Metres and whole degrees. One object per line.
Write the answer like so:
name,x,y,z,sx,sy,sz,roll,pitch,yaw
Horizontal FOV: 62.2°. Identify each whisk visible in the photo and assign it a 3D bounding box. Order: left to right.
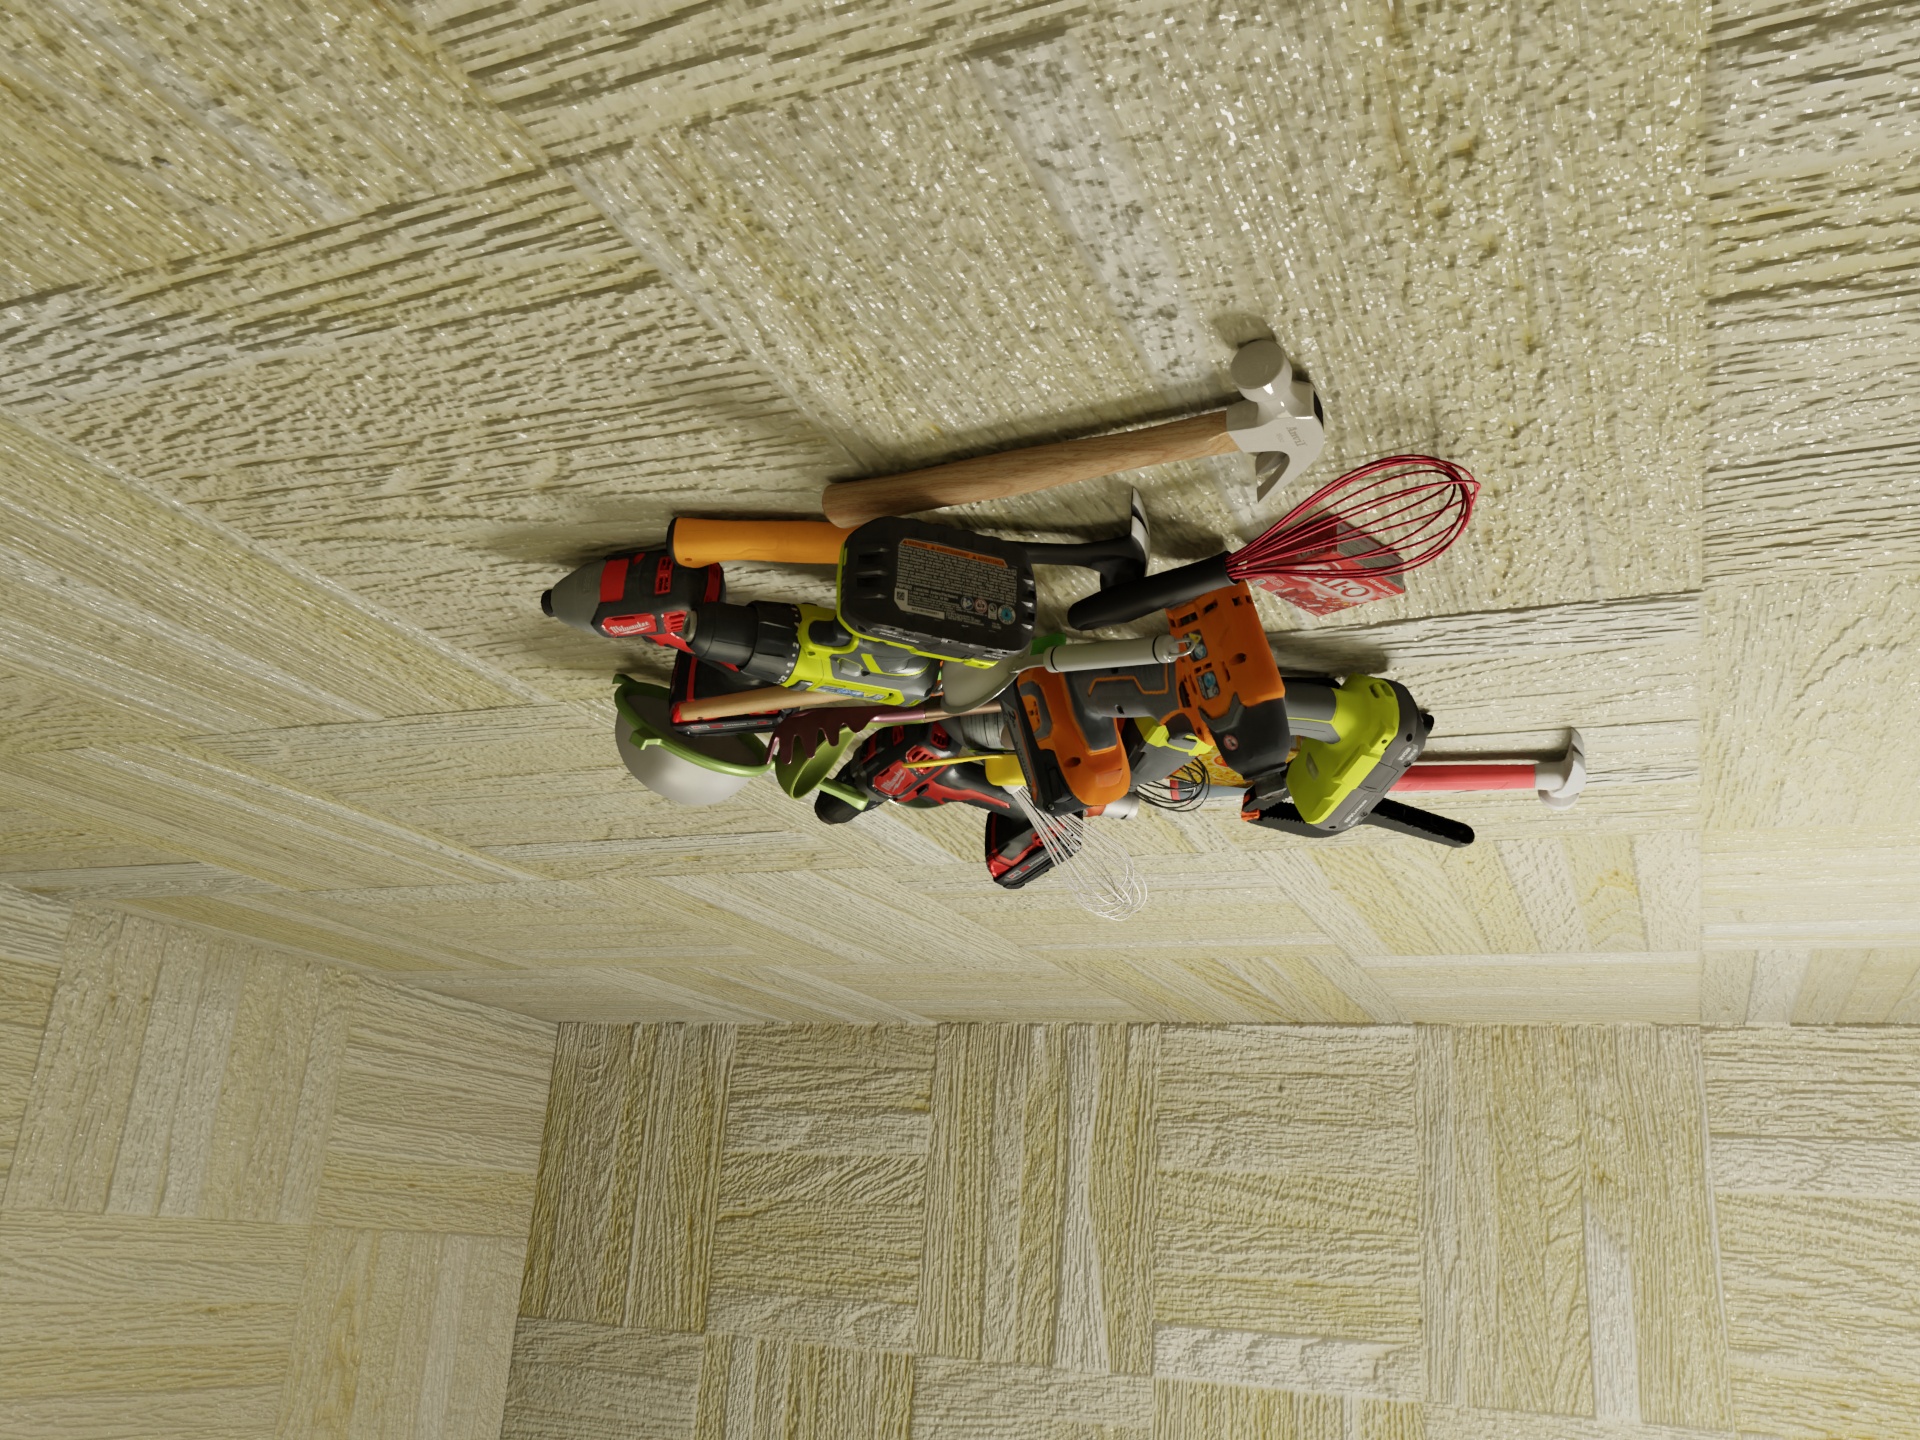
whisk,0.070,0.076,1.453,0.284,0.070,0.070,48,146,-13
whisk,0.113,0.028,1.399,0.239,0.055,0.055,19,172,34
whisk,0.193,-0.104,1.029,0.296,0.073,0.073,-17,153,35

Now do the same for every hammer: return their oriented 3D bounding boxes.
hammer,-0.038,-0.122,1.100,0.337,0.034,0.127,2,162,5
hammer,0.061,-0.157,0.983,0.331,0.031,0.130,-7,158,29
hammer,0.392,0.051,1.525,0.386,0.038,0.143,-2,159,16

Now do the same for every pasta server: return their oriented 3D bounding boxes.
pasta server,-0.002,-0.004,1.281,0.316,0.040,0.060,-7,-176,-7

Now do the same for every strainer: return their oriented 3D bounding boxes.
strainer,-0.204,0.050,1.427,0.256,0.069,0.152,24,-167,-26
strainer,0.062,-0.046,1.146,0.258,0.087,0.050,-4,135,43

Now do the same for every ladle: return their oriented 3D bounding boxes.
ladle,-0.003,0.000,1.326,0.320,0.062,0.078,-14,171,8

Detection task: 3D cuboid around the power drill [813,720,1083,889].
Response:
power drill,-0.013,0.081,1.540,0.226,0.080,0.188,29,135,-28

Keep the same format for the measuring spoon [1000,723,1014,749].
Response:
measuring spoon,0.085,-0.016,1.330,0.034,0.124,0.018,39,158,58

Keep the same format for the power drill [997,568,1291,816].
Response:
power drill,0.141,0.000,1.166,0.084,0.164,0.226,-12,171,-43

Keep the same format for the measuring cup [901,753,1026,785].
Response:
measuring cup,0.012,0.045,1.362,0.156,0.029,0.062,-3,-179,-40

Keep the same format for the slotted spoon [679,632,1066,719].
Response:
slotted spoon,-0.064,-0.029,1.258,0.313,0.031,0.070,-9,163,-10

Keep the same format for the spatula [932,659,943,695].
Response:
spatula,-0.093,-0.039,1.380,0.323,0.041,0.081,-3,162,31

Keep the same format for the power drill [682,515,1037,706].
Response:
power drill,-0.071,-0.067,1.097,0.190,0.080,0.228,10,165,-28

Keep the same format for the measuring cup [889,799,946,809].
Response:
measuring cup,-0.032,0.031,1.566,0.083,0.038,0.167,8,144,-9

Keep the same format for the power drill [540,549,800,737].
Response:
power drill,-0.222,-0.063,1.253,0.143,0.079,0.219,-4,157,18

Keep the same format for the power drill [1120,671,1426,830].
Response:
power drill,0.243,0.010,1.280,0.223,0.080,0.171,15,126,-25
